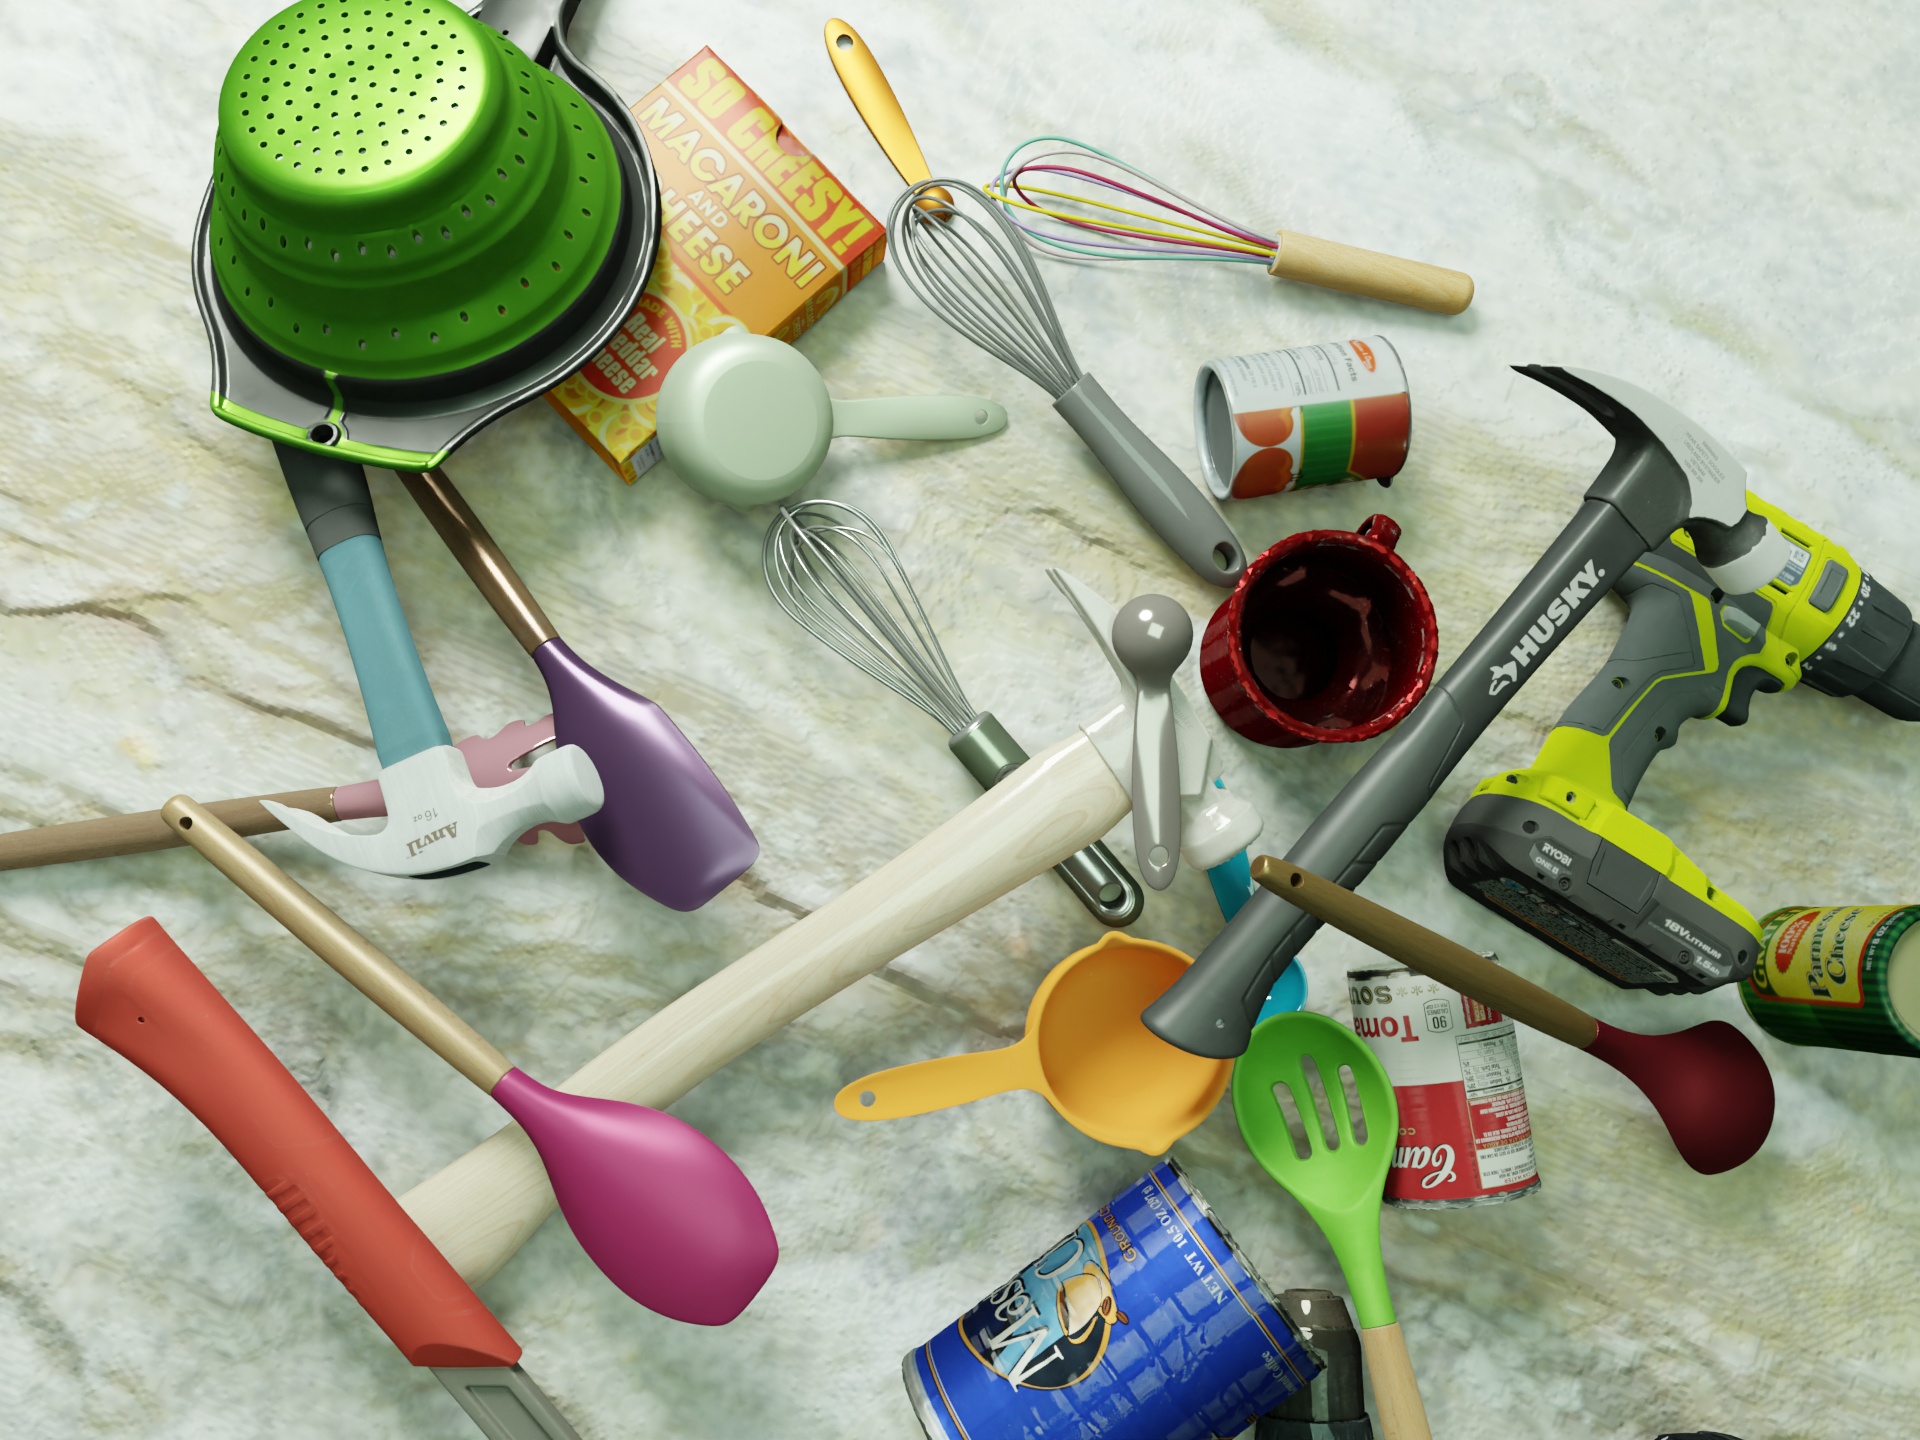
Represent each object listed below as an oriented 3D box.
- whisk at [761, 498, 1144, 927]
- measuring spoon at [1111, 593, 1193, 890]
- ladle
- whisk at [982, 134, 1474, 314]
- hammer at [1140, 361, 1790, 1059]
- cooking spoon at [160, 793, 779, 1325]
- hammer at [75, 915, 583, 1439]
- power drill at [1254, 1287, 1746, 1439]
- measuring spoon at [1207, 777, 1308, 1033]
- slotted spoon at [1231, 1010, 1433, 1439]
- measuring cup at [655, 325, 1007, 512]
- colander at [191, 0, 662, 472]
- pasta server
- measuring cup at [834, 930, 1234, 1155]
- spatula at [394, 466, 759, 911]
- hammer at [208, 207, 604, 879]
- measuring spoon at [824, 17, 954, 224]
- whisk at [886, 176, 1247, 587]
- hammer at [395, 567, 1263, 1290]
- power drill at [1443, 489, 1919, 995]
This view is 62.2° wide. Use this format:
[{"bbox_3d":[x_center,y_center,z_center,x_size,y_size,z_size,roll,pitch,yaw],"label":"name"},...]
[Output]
[{"bbox_3d":[-0.001,-0.002,0.716,0.058,0.059,0.246,-41,92,3],"label":"whisk"},{"bbox_3d":[0.082,0.010,0.656,0.034,0.018,0.124,-2,93,-4],"label":"measuring spoon"},{"bbox_3d":[0.246,0.122,0.674,0.315,0.031,0.069,27,74,-21],"label":"ladle"},{"bbox_3d":[0.130,-0.232,0.765,0.245,0.047,0.051,10,90,-8],"label":"whisk"},{"bbox_3d":[0.192,0.005,0.656,0.146,0.035,0.335,41,90,-20],"label":"hammer"},{"bbox_3d":[-0.207,0.132,0.649,0.319,0.017,0.069,37,88,7],"label":"cooking spoon"},{"bbox_3d":[-0.212,0.221,0.635,0.149,0.037,0.359,-37,96,-1],"label":"hammer"},{"bbox_3d":[0.231,0.342,0.675,0.226,0.080,0.188,1,75,-1],"label":"power drill"},{"bbox_3d":[0.125,0.081,0.734,0.042,0.021,0.129,-12,74,-6],"label":"measuring spoon"},{"bbox_3d":[0.176,0.275,0.650,0.070,0.031,0.314,-20,69,22],"label":"slotted spoon"},{"bbox_3d":[-0.051,-0.136,0.716,0.167,0.038,0.083,-5,102,-20],"label":"measuring cup"},{"bbox_3d":[-0.210,-0.302,0.682,0.204,0.094,0.397,15,70,7],"label":"colander"},{"bbox_3d":[-0.296,0.041,0.694,0.316,0.040,0.060,-8,83,-2],"label":"pasta server"},{"bbox_3d":[0.031,0.148,0.696,0.173,0.052,0.095,-11,83,-5],"label":"measuring cup"},{"bbox_3d":[-0.196,-0.049,0.692,0.060,0.018,0.316,-38,77,0],"label":"spatula"},{"bbox_3d":[-0.264,-0.085,0.682,0.128,0.033,0.331,-25,75,4],"label":"hammer"},{"bbox_3d":[-0.035,-0.292,0.770,0.021,0.011,0.117,-28,85,-8],"label":"measuring spoon"},{"bbox_3d":[0.054,-0.154,0.737,0.055,0.055,0.239,-43,97,-9],"label":"whisk"},{"bbox_3d":[-0.077,0.100,0.675,0.410,0.038,0.146,-34,96,-3],"label":"hammer"},{"bbox_3d":[0.344,0.007,0.732,0.190,0.080,0.228,32,78,1],"label":"power drill"}]
